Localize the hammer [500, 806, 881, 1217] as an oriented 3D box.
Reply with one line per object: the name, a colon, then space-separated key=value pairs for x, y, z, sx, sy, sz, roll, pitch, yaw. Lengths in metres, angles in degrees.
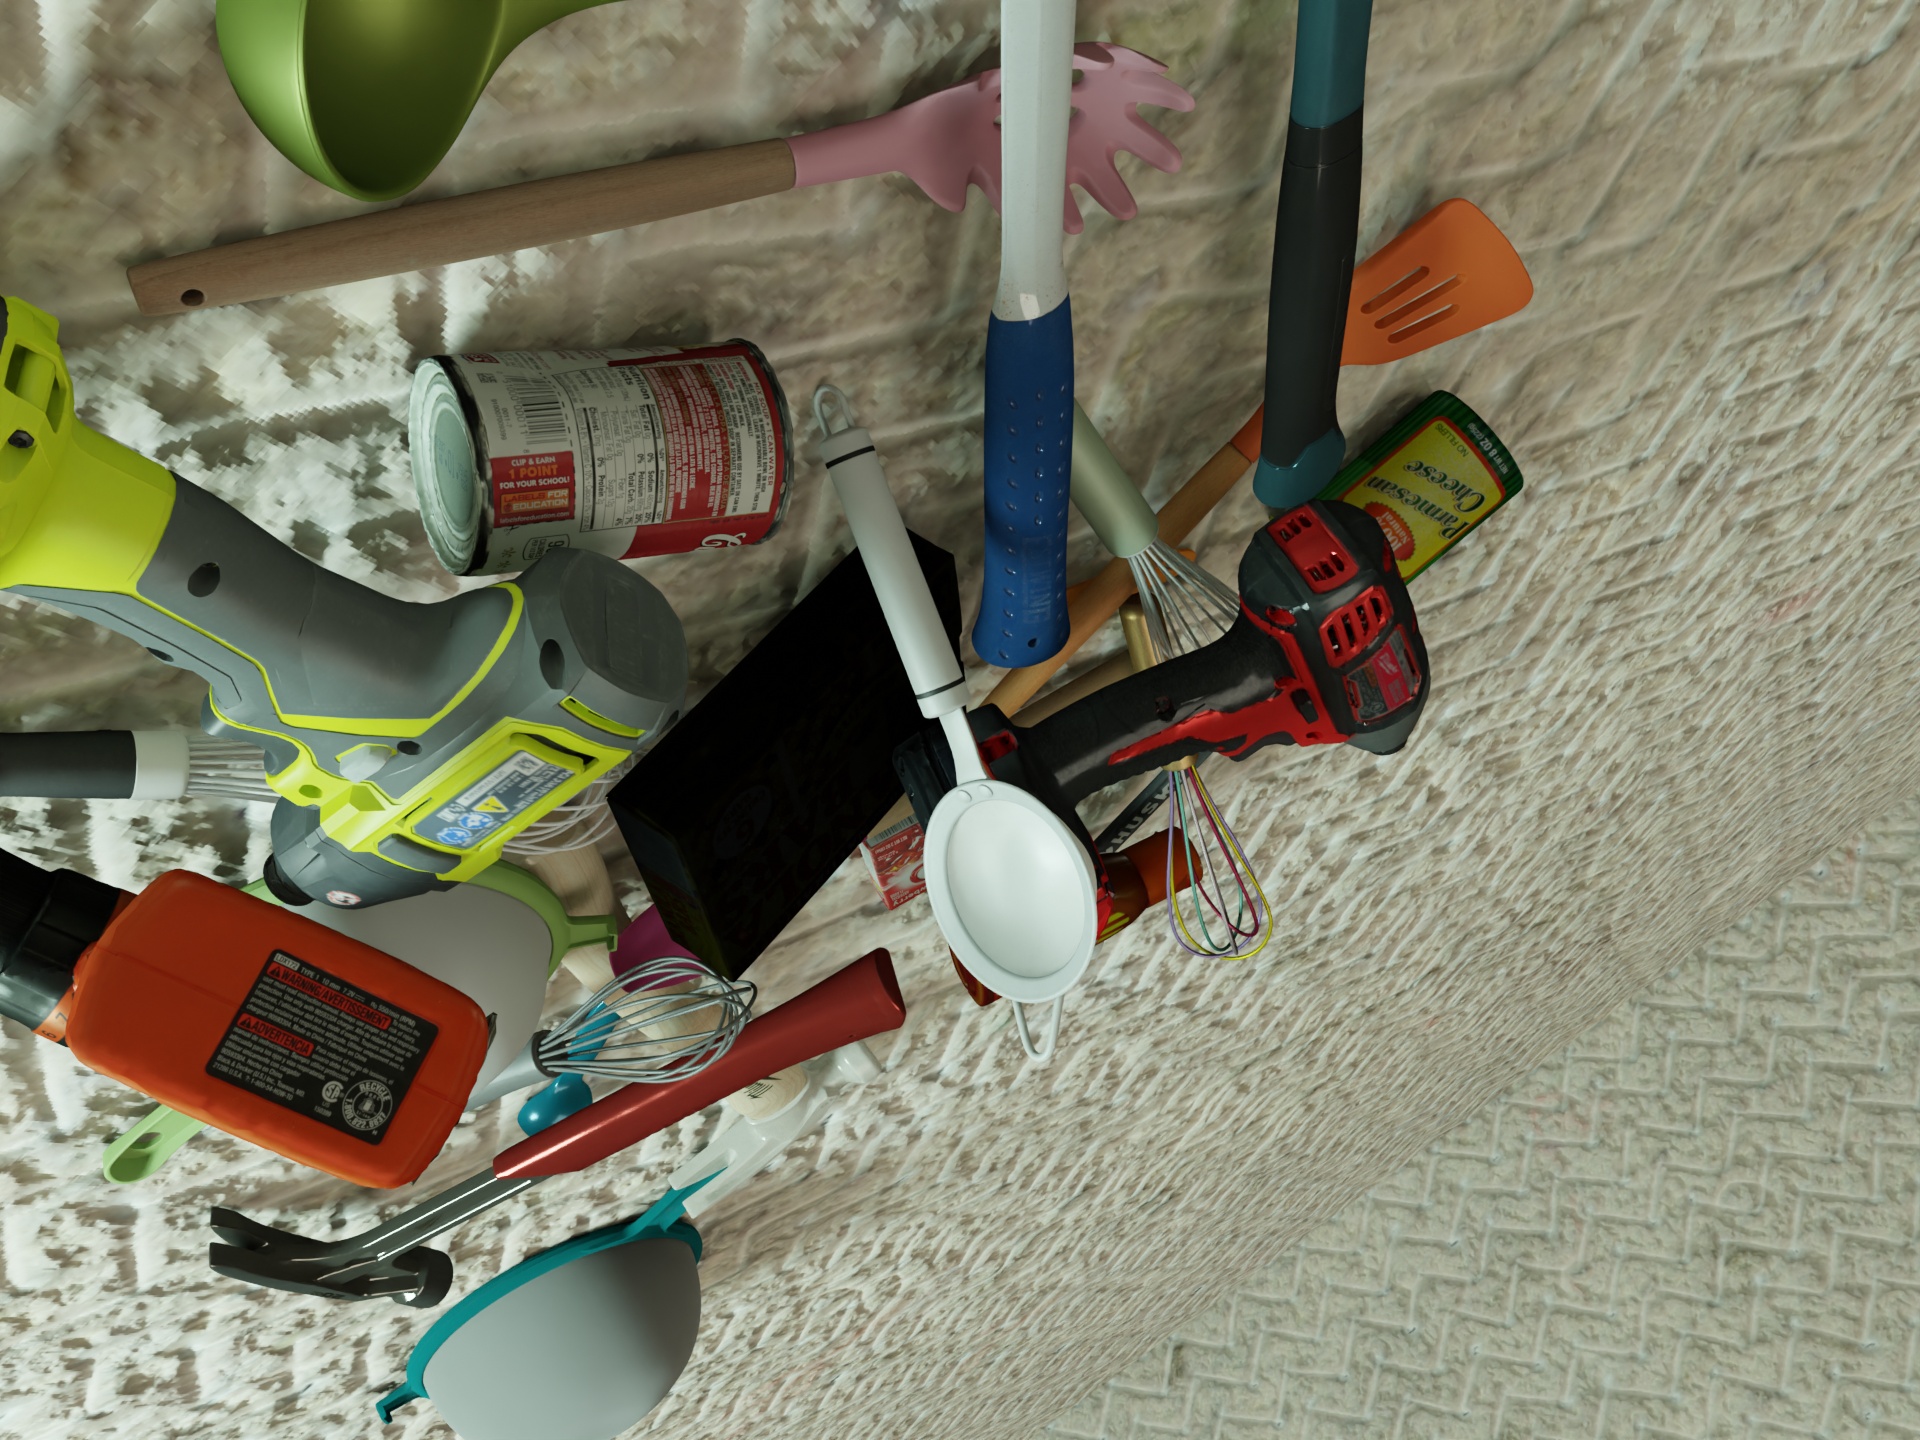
hammer: x=-0.155 y=0.157 z=0.823 sx=0.146 sy=0.038 sz=0.410 roll=-38 pitch=149 yaw=-9

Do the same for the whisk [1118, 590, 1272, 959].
whisk: x=0.124 y=0.037 z=0.844 sx=0.051 sy=0.047 sz=0.244 roll=-40 pitch=128 yaw=-30

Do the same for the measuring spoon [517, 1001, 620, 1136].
measuring spoon: x=-0.200 y=0.189 z=0.850 sx=0.042 sy=0.021 sz=0.128 roll=-3 pitch=138 yaw=-41

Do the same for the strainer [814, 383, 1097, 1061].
strainer: x=-0.001 y=-0.002 z=0.586 sx=0.087 sy=0.258 sz=0.050 roll=-14 pitch=-171 yaw=46

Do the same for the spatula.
spatula: x=0.113 y=-0.098 z=0.716 sx=0.322 sy=0.041 sz=0.081 roll=-47 pitch=136 yaw=15

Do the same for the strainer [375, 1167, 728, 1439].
strainer: x=-0.216 y=0.394 z=1.056 sx=0.340 sy=0.095 sz=0.210 roll=-46 pitch=148 yaw=22

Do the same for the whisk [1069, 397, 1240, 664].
whisk: x=0.078 y=-0.075 z=0.678 sx=0.246 sy=0.058 sz=0.059 roll=47 pitch=68 yaw=-43

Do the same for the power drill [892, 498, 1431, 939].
power drill: x=0.096 y=0.011 z=0.676 sx=0.219 sy=0.079 sz=0.143 roll=-31 pitch=138 yaw=6

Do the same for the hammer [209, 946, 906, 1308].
hammer: x=-0.188 y=0.203 z=0.790 sx=0.359 sy=0.037 sz=0.149 roll=-29 pitch=143 yaw=13

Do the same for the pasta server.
pasta server: x=-0.073 y=-0.155 z=0.467 sx=0.316 sy=0.040 sz=0.060 roll=-19 pitch=146 yaw=-22

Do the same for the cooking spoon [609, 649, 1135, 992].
cooking spoon: x=-0.028 y=0.039 z=0.773 sx=0.319 sy=0.017 sz=0.068 roll=-30 pitch=141 yaw=-20

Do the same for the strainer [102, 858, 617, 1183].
strainer: x=-0.268 y=0.147 z=0.648 sx=0.256 sy=0.069 sz=0.151 roll=-36 pitch=143 yaw=19

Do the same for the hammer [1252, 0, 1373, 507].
hammer: x=0.128 y=-0.203 z=0.556 sx=0.128 sy=0.033 sz=0.330 roll=-35 pitch=146 yaw=-18

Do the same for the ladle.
ladle: x=-0.032 y=-0.201 z=0.425 sx=0.320 sy=0.062 sz=0.078 roll=-21 pitch=146 yaw=-27

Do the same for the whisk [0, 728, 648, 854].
whisk: x=-0.238 y=0.016 z=0.539 sx=0.284 sy=0.070 sz=0.070 roll=1 pitch=135 yaw=-38

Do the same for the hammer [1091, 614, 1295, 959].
hammer: x=0.146 y=0.002 z=0.910 sx=0.149 sy=0.036 sz=0.409 roll=10 pitch=128 yaw=-49

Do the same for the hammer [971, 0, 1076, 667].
hammer: x=0.028 y=-0.142 z=0.504 sx=0.144 sy=0.035 sz=0.405 roll=-23 pitch=151 yaw=-12

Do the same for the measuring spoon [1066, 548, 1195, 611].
measuring spoon: x=0.067 y=-0.066 z=0.761 sx=0.117 sy=0.011 sz=0.021 roll=-20 pitch=144 yaw=-30

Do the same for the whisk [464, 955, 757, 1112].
whisk: x=-0.189 y=0.155 z=0.724 sx=0.239 sy=0.055 sz=0.055 roll=-22 pitch=157 yaw=27

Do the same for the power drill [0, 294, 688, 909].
power drill: x=-0.211 y=-0.015 z=0.429 sx=0.171 sy=0.080 sz=0.223 roll=-32 pitch=140 yaw=28
